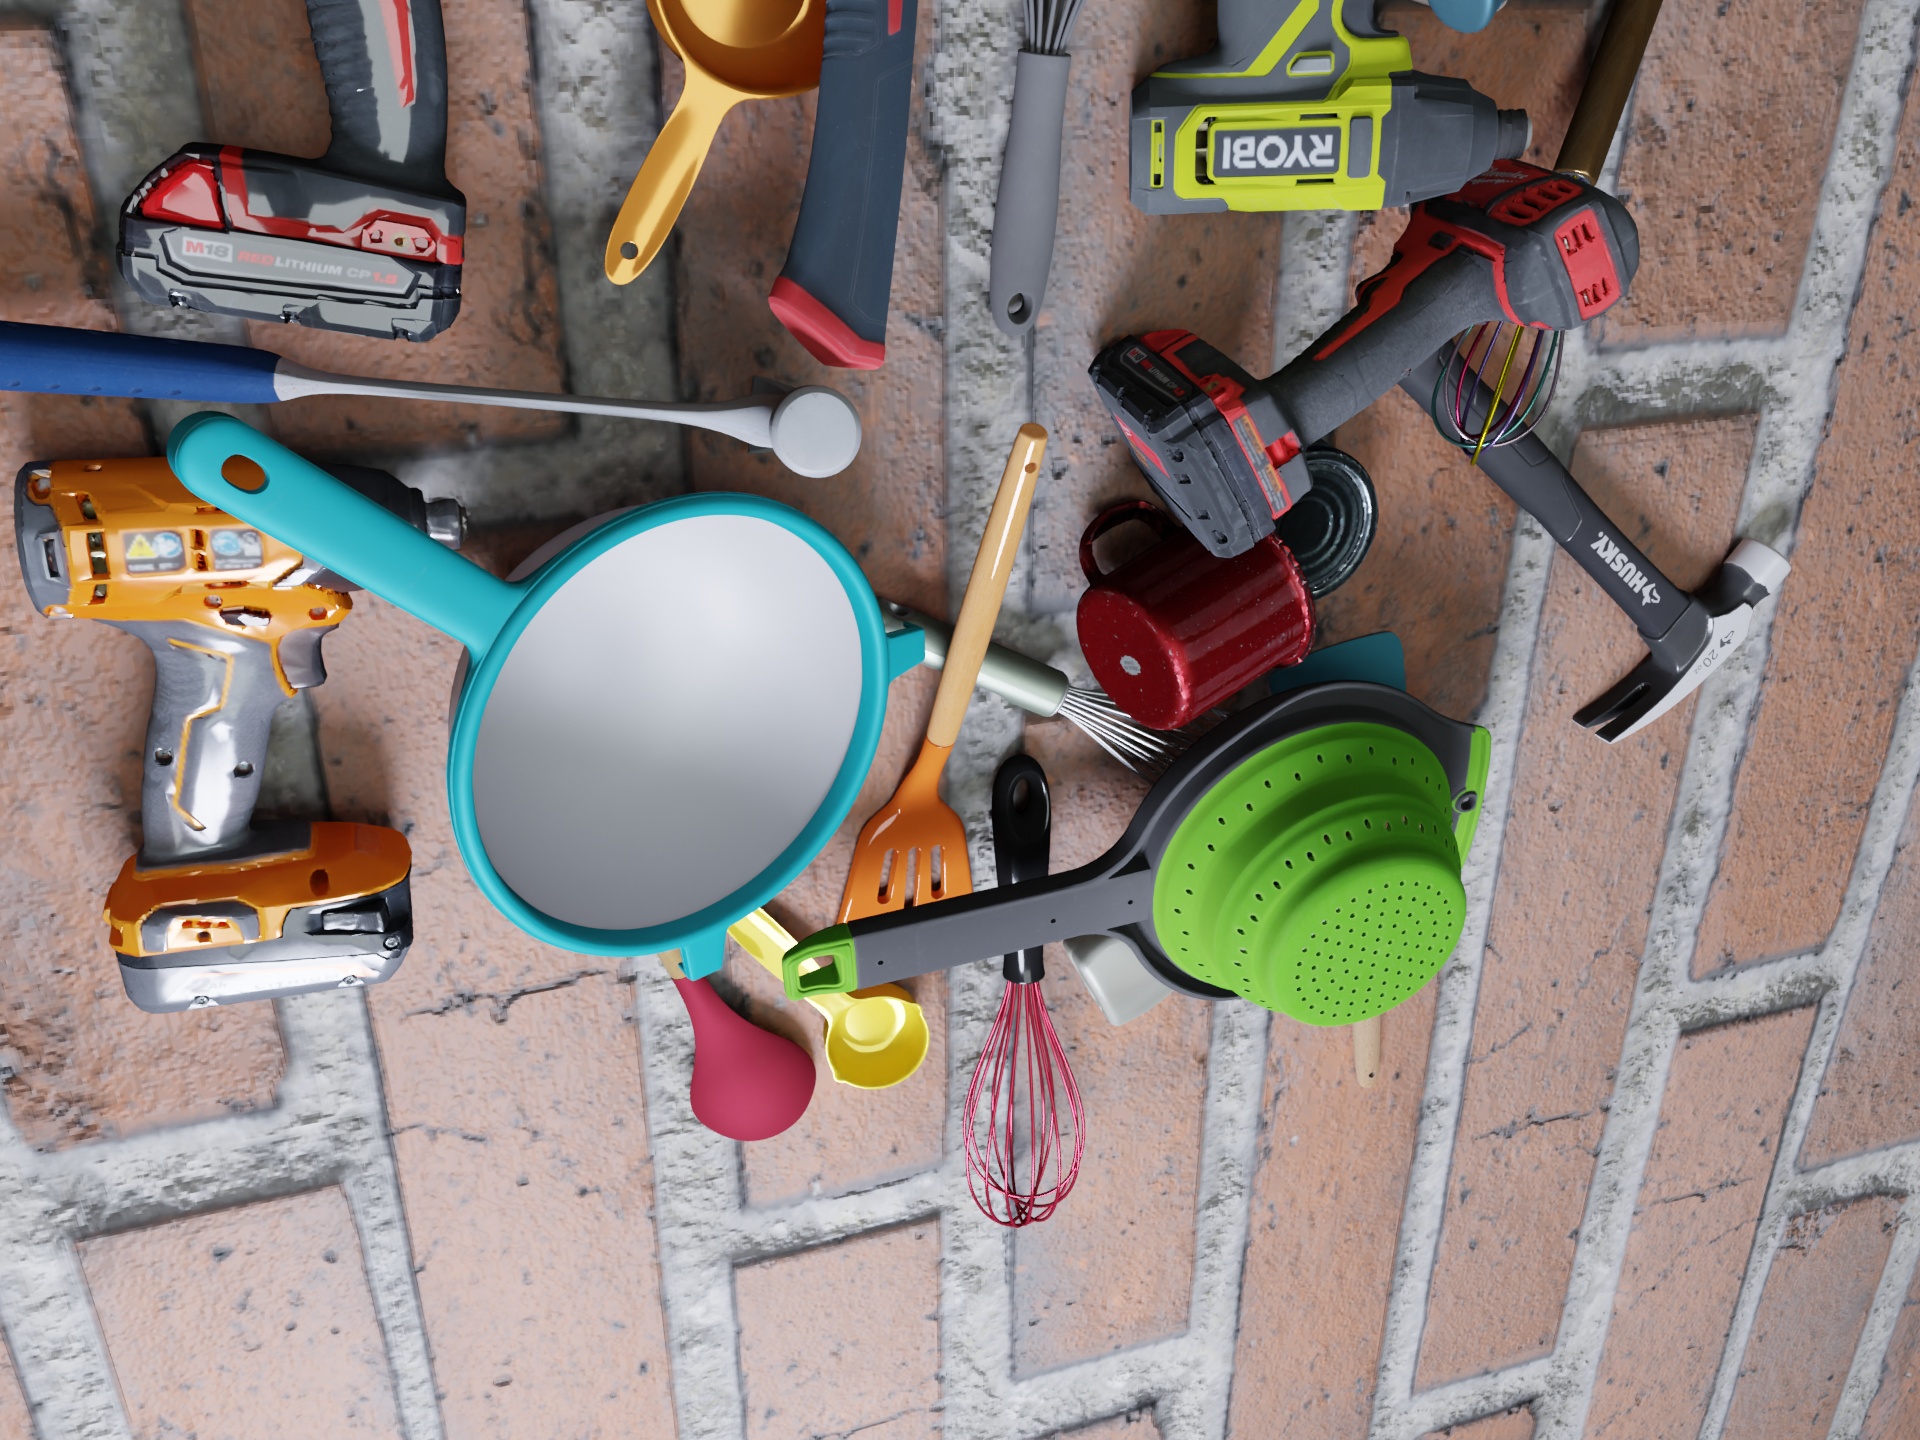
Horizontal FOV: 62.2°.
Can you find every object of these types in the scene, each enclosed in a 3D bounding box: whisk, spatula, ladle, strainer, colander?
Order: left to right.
[{"bbox_3d":[-0.176,-0.035,0.654,0.340,0.095,0.211,36,86,-46],"label":"strainer"},{"bbox_3d":[-0.149,0.105,0.803,0.069,0.031,0.315,-26,119,-8],"label":"ladle"},{"bbox_3d":[-0.001,-0.002,0.764,0.081,0.041,0.322,-3,137,-20],"label":"spatula"},{"bbox_3d":[0.035,0.158,0.881,0.073,0.073,0.295,-8,111,-17],"label":"whisk"},{"bbox_3d":[0.038,-0.282,0.676,0.055,0.055,0.238,-3,120,-19],"label":"whisk"},{"bbox_3d":[0.054,-0.010,0.812,0.246,0.058,0.059,22,114,-23],"label":"whisk"},{"bbox_3d":[0.112,0.105,0.799,0.397,0.095,0.204,-12,126,-14],"label":"colander"},{"bbox_3d":[0.236,0.099,0.948,0.082,0.044,0.317,-19,124,-12],"label":"spatula"},{"bbox_3d":[0.288,-0.241,0.772,0.047,0.051,0.245,17,94,-49],"label":"whisk"}]

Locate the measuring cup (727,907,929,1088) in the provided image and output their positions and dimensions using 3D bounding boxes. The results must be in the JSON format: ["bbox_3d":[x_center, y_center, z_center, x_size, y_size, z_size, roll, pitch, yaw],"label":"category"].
[{"bbox_3d":[-0.079,0.136,0.849,0.062,0.029,0.156,-42,110,4],"label":"measuring cup"}]

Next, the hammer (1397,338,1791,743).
[{"bbox_3d":[0.323,-0.114,0.869,0.334,0.035,0.146,34,99,-30],"label":"hammer"}]

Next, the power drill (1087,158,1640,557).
[{"bbox_3d":[0.178,-0.179,0.728,0.219,0.143,0.078,-32,121,4],"label":"power drill"}]

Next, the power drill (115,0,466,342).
[{"bbox_3d":[-0.251,-0.261,0.557,0.187,0.080,0.226,4,110,-23],"label":"power drill"}]

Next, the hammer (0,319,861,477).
[{"bbox_3d":[-0.248,-0.129,0.611,0.405,0.144,0.035,3,102,-12],"label":"hammer"}]

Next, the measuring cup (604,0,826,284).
[{"bbox_3d":[-0.102,-0.256,0.630,0.095,0.052,0.173,23,107,-28],"label":"measuring cup"}]

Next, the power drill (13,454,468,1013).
[{"bbox_3d":[-0.286,0.000,0.669,0.164,0.084,0.226,-6,113,-19],"label":"power drill"}]

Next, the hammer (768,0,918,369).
[{"bbox_3d":[-0.012,-0.324,0.580,0.143,0.038,0.386,2,98,-23],"label":"hammer"}]

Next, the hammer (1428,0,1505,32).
[{"bbox_3d":[0.294,-0.350,0.662,0.331,0.033,0.128,-35,134,-31],"label":"hammer"}]

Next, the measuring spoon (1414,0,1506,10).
[{"bbox_3d":[0.202,-0.340,0.722,0.124,0.018,0.034,3,113,-23],"label":"measuring spoon"}]

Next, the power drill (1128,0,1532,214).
[{"bbox_3d":[0.156,-0.327,0.656,0.171,0.080,0.223,-1,117,4],"label":"power drill"}]
